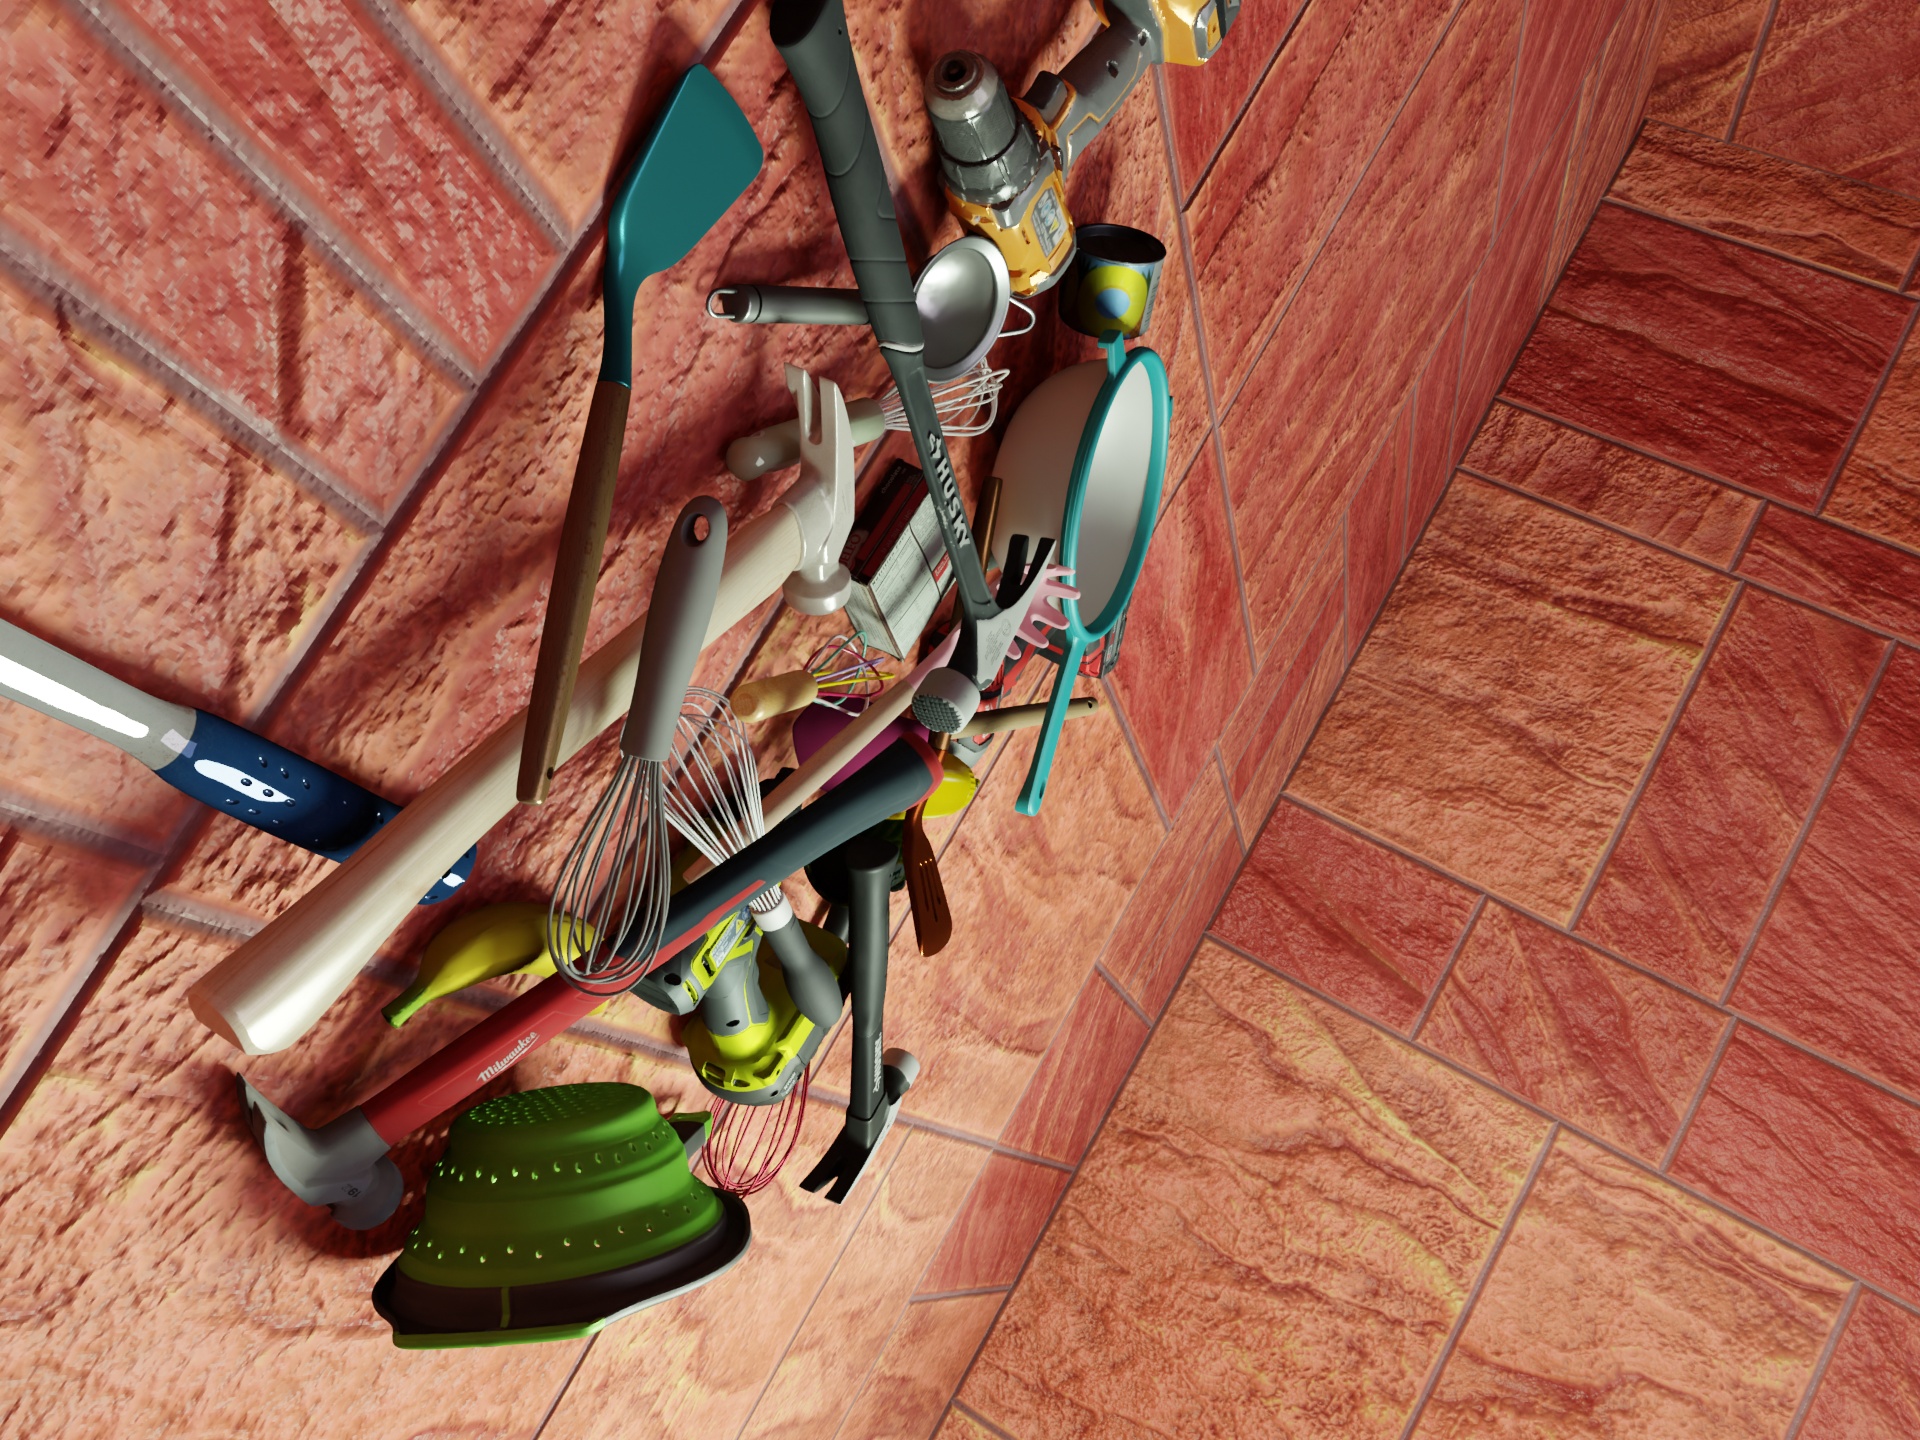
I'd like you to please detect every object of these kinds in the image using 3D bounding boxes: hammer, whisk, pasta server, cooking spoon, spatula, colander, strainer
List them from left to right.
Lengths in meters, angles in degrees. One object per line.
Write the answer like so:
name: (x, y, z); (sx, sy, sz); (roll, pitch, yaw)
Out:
hammer: (-0.292, 0.007, 0.564); (0.144, 0.035, 0.405); (-59, 160, -11)
hammer: (-0.176, -0.012, 0.726); (0.411, 0.038, 0.146); (-48, 153, -38)
colander: (-0.215, 0.257, 0.962); (0.397, 0.204, 0.094); (-4, 88, -85)
spatula: (-0.145, -0.119, 0.684); (0.082, 0.044, 0.317); (36, 63, -73)
hammer: (-0.171, 0.112, 0.817); (0.386, 0.038, 0.143); (-34, 150, -19)
whisk: (-0.141, 0.014, 0.725); (0.055, 0.055, 0.239); (-8, 116, -66)
whisk: (-0.121, 0.089, 0.922); (0.070, 0.070, 0.284); (-50, 137, -32)
whisk: (-0.124, 0.228, 1.220); (0.296, 0.073, 0.073); (-67, 160, -9)
whisk: (-0.085, -0.023, 0.947); (0.051, 0.047, 0.245); (-61, 173, 11)
hammer: (-0.068, 0.207, 1.127); (0.146, 0.035, 0.334); (-57, 159, -43)
strainer: (-0.048, -0.225, 0.860); (0.258, 0.050, 0.086); (-18, 132, -53)
whisk: (-0.048, -0.175, 0.921); (0.246, 0.058, 0.059); (-31, 107, -48)
pasta server: (-0.046, 0.000, 0.994); (0.316, 0.040, 0.060); (-42, 141, -21)
hammer: (-0.023, -0.185, 0.842); (0.149, 0.036, 0.408); (-57, 146, -36)
spatula: (-0.002, -0.003, 1.074); (0.081, 0.041, 0.322); (-8, 110, -76)
cooking spoon: (0.000, 0.004, 1.133); (0.318, 0.017, 0.069); (-9, 84, -49)
strainer: (0.059, -0.106, 1.143); (0.211, 0.095, 0.340); (10, 95, -71)

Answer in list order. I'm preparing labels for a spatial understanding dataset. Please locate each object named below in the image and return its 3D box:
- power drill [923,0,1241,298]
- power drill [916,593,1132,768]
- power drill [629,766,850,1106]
power drill: (0.063, -0.375, 0.900); (0.226, 0.084, 0.185); (-57, 159, -3)
power drill: (0.045, -0.046, 1.264); (0.220, 0.079, 0.143); (-39, 148, -41)
power drill: (-0.138, 0.146, 1.053); (0.171, 0.080, 0.223); (-57, 157, -29)
